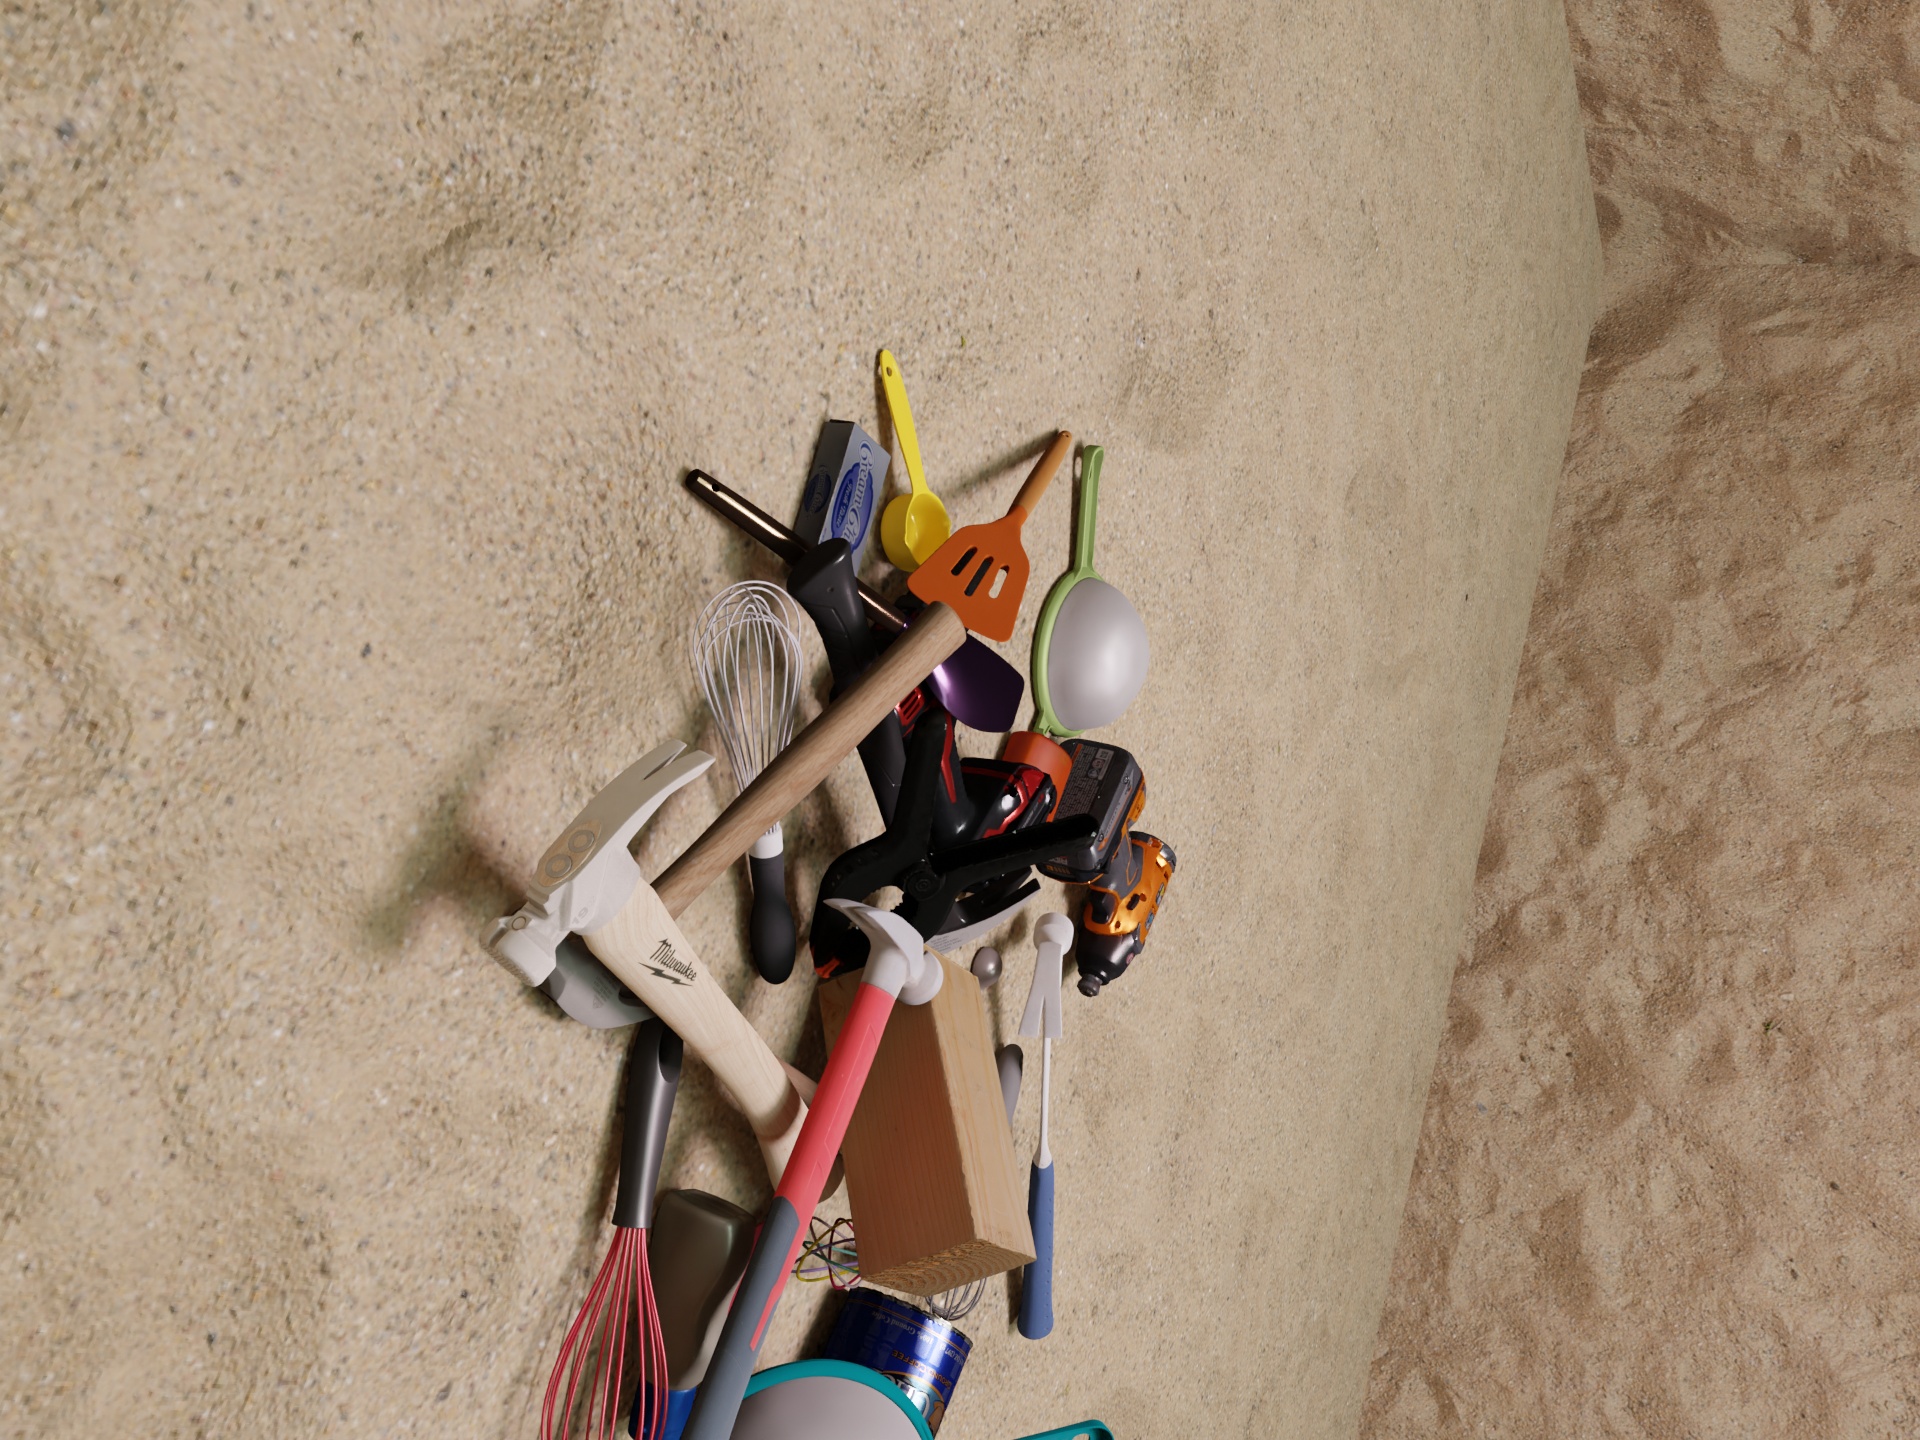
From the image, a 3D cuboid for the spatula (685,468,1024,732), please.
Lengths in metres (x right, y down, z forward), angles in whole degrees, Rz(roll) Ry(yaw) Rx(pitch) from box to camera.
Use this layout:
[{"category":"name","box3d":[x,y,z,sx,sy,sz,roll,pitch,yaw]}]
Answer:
[{"category":"spatula","box3d":[-0.059,-0.073,1.032,0.315,0.018,0.060,35,66,-40]}]

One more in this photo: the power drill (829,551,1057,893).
[{"category":"power drill","box3d":[-0.002,-0.004,1.176,0.188,0.080,0.226,-57,139,-36]}]

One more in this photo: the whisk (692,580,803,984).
[{"category":"whisk","box3d":[-0.126,0.047,0.997,0.070,0.070,0.284,-37,133,-51]}]

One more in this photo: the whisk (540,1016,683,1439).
[{"category":"whisk","box3d":[-0.198,0.318,0.941,0.073,0.073,0.296,25,69,-59]}]

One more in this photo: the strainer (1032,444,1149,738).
[{"category":"strainer","box3d":[0.128,-0.107,1.374,0.151,0.069,0.256,-17,113,-57]}]

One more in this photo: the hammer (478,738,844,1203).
[{"category":"hammer","box3d":[-0.136,0.180,0.944,0.146,0.038,0.410,-51,146,-23]}]

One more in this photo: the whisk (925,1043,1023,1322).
[{"category":"whisk","box3d":[0.015,0.386,1.334,0.055,0.055,0.239,49,51,-53]}]

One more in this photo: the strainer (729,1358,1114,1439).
[{"category":"strainer","box3d":[-0.037,0.529,1.048,0.340,0.095,0.211,-4,95,-22]}]

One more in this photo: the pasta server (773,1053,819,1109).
[{"category":"pasta server","box3d":[-0.075,0.291,1.129,0.315,0.040,0.060,47,50,-41]}]

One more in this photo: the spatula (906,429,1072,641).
[{"category":"spatula","box3d":[0.043,-0.156,1.196,0.041,0.081,0.323,-60,-179,32]}]

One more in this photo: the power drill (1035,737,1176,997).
[{"category":"power drill","box3d":[0.124,0.138,1.422,0.164,0.084,0.226,-64,149,-26]}]

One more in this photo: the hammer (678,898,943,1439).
[{"category":"hammer","box3d":[-0.110,0.299,0.959,0.386,0.038,0.143,-68,154,-19]}]

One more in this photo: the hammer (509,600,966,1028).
[{"category":"hammer","box3d":[-0.114,0.049,0.942,0.331,0.031,0.129,-45,141,-19]}]

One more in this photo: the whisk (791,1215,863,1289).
[{"category":"whisk","box3d":[-0.066,0.393,1.165,0.244,0.051,0.047,54,47,-65]}]

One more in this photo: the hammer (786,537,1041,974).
[{"category":"hammer","box3d":[-0.044,0.027,1.057,0.035,0.146,0.334,-117,-170,-55]}]

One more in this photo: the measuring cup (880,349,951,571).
[{"category":"measuring cup","box3d":[-0.044,-0.180,1.115,0.062,0.029,0.156,-31,113,-54]}]

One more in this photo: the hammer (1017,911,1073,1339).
[{"category":"hammer","box3d":[0.070,0.377,1.388,0.144,0.035,0.405,-72,164,-65]}]

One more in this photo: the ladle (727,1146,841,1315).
[{"category":"ladle","box3d":[-0.095,0.310,1.141,0.315,0.031,0.069,-53,137,-43]}]

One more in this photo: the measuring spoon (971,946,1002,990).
[{"category":"measuring spoon","box3d":[0.010,0.247,1.312,0.034,0.018,0.124,48,57,-53]}]
